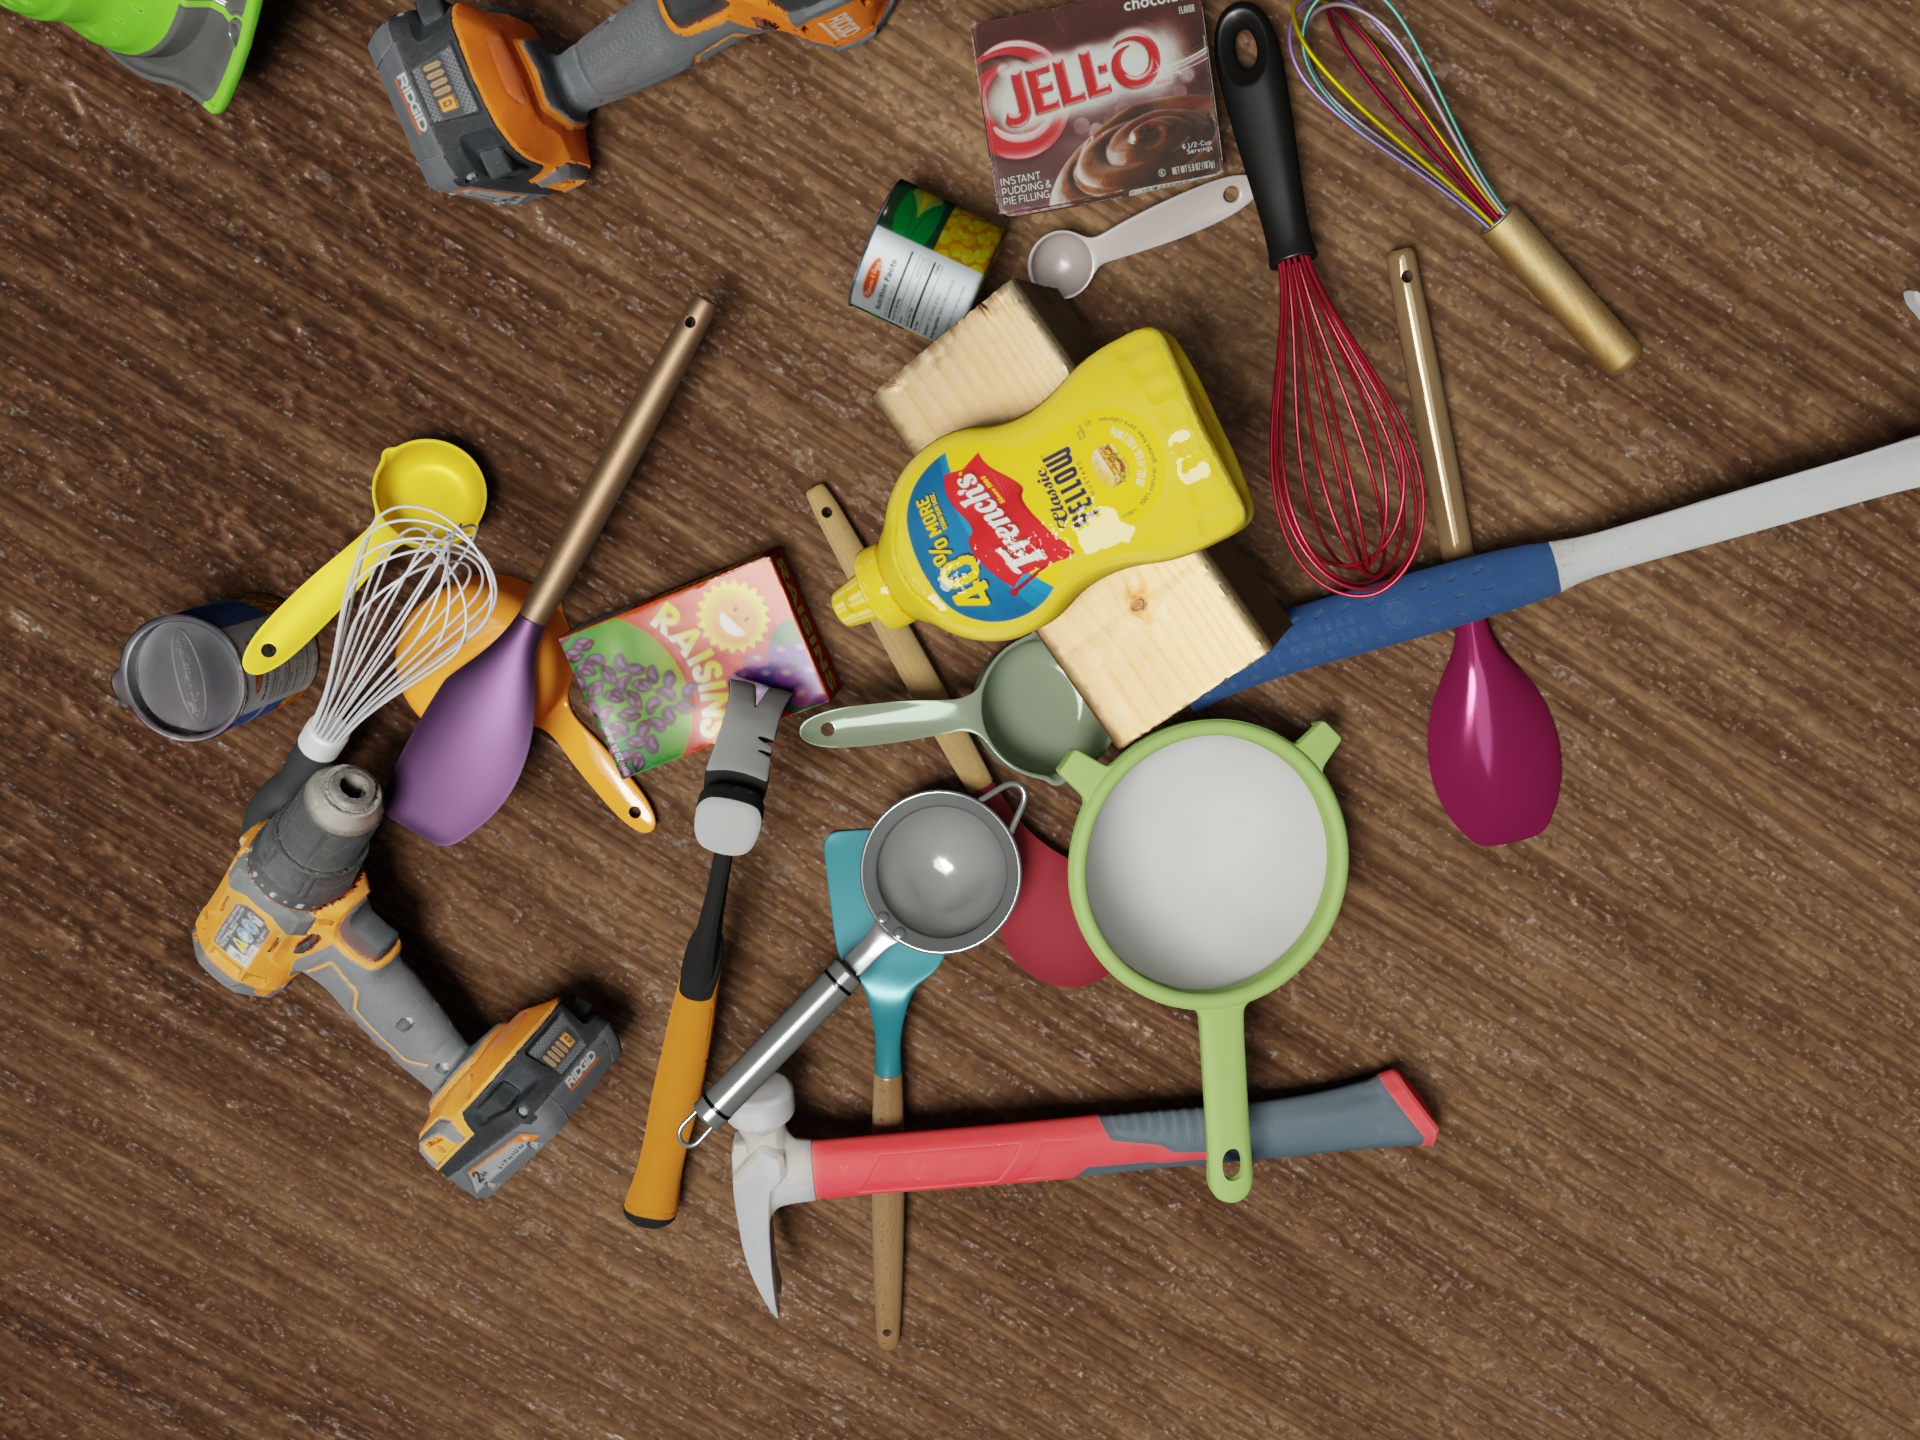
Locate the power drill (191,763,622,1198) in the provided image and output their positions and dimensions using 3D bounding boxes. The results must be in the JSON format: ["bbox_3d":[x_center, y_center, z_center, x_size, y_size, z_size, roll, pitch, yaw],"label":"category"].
[{"bbox_3d":[-0.293,0.134,0.850,0.226,0.084,0.185,42,129,-5],"label":"power drill"}]

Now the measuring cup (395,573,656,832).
[{"bbox_3d":[-0.229,0.000,0.855,0.095,0.052,0.173,-39,96,11],"label":"measuring cup"}]

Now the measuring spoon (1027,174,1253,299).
[{"bbox_3d":[0.091,-0.248,0.803,0.124,0.018,0.034,-22,117,1],"label":"measuring spoon"}]

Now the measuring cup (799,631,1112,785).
[{"bbox_3d":[-0.001,-0.003,0.830,0.167,0.038,0.083,-6,90,-9],"label":"measuring cup"}]

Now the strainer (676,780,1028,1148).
[{"bbox_3d":[-0.057,0.128,0.840,0.087,0.050,0.258,44,86,9],"label":"strainer"}]

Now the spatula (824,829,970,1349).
[{"bbox_3d":[-0.039,0.218,0.910,0.082,0.044,0.317,2,107,1],"label":"spatula"}]

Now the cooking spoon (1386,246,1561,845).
[{"bbox_3d":[0.258,-0.084,0.825,0.069,0.017,0.318,-13,102,7],"label":"cooking spoon"}]

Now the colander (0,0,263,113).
[{"bbox_3d":[-0.465,-0.455,0.713,0.397,0.094,0.204,55,136,4],"label":"colander"}]

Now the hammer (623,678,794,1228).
[{"bbox_3d":[-0.141,0.142,0.850,0.034,0.127,0.336,12,121,-6],"label":"hammer"}]

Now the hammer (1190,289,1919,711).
[{"bbox_3d":[0.304,-0.085,0.787,0.405,0.035,0.144,-16,102,14],"label":"hammer"}]

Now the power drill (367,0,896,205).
[{"bbox_3d":[-0.145,-0.316,0.724,0.226,0.164,0.084,-20,101,10],"label":"power drill"}]

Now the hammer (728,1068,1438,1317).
[{"bbox_3d":[0.070,0.249,0.883,0.386,0.038,0.143,-4,110,-2],"label":"hammer"}]

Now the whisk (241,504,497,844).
[{"bbox_3d":[-0.317,-0.010,0.819,0.070,0.070,0.284,42,126,-6],"label":"whisk"}]

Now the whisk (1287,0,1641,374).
[{"bbox_3d":[0.249,-0.263,0.776,0.245,0.047,0.051,43,114,-11],"label":"whisk"}]

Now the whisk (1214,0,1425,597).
[{"bbox_3d":[0.167,-0.204,0.772,0.073,0.073,0.296,-13,89,6],"label":"whisk"}]

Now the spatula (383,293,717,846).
[{"bbox_3d":[-0.203,-0.072,0.805,0.060,0.018,0.316,30,100,-3],"label":"spatula"}]

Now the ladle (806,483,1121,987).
[{"bbox_3d":[0.000,0.013,0.859,0.069,0.031,0.315,-29,98,6],"label":"ladle"}]

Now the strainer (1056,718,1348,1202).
[{"bbox_3d":[0.127,0.123,0.845,0.151,0.069,0.256,-7,98,-12],"label":"strainer"}]

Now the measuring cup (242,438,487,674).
[{"bbox_3d":[-0.311,-0.081,0.825,0.062,0.029,0.156,44,76,-9],"label":"measuring cup"}]
